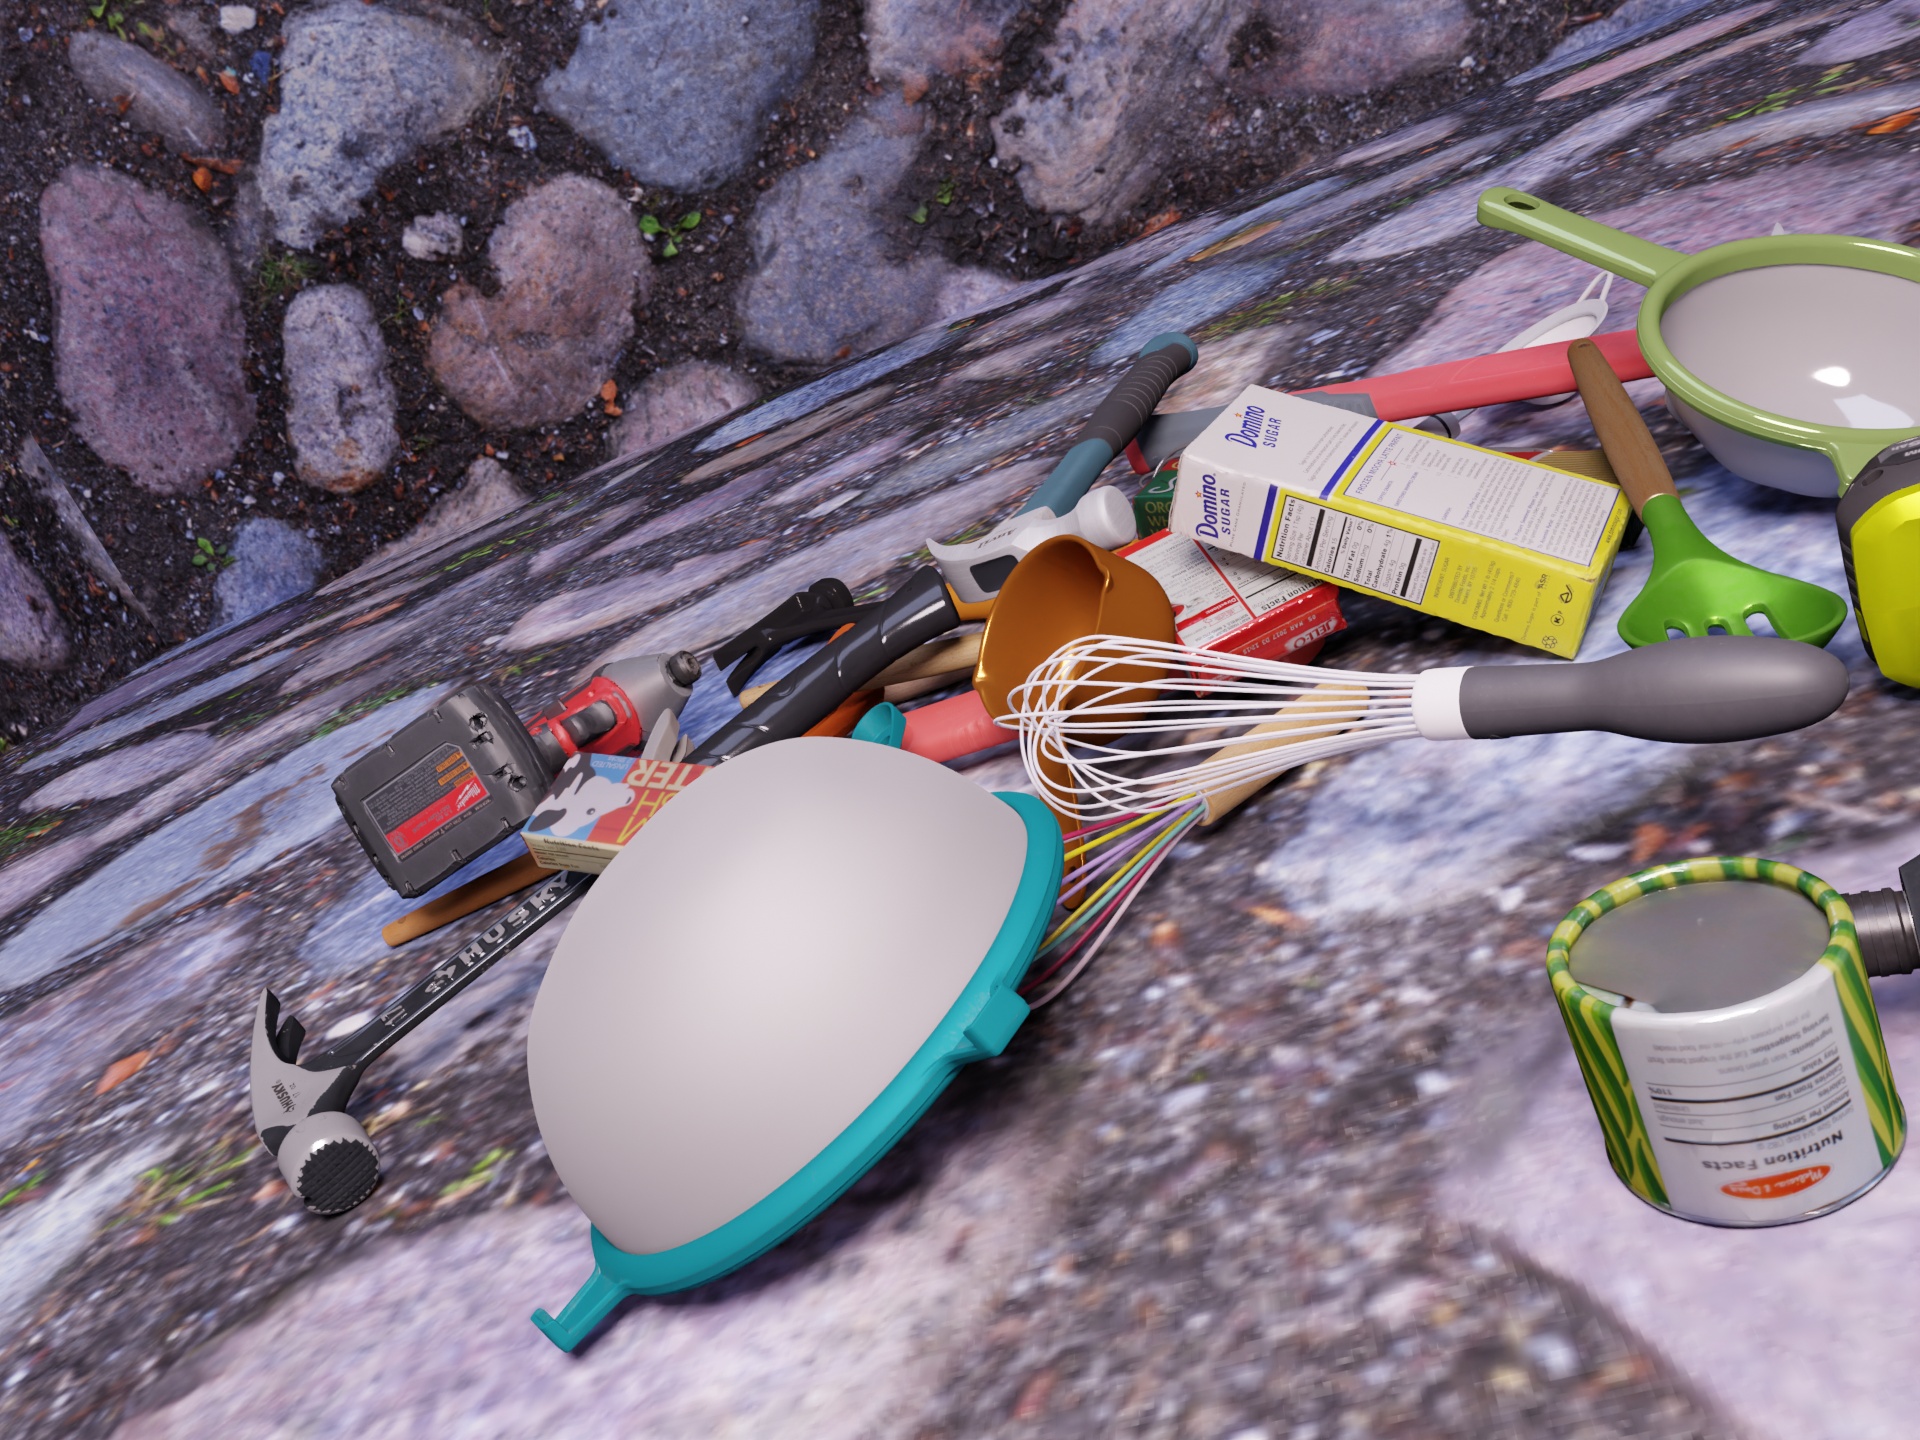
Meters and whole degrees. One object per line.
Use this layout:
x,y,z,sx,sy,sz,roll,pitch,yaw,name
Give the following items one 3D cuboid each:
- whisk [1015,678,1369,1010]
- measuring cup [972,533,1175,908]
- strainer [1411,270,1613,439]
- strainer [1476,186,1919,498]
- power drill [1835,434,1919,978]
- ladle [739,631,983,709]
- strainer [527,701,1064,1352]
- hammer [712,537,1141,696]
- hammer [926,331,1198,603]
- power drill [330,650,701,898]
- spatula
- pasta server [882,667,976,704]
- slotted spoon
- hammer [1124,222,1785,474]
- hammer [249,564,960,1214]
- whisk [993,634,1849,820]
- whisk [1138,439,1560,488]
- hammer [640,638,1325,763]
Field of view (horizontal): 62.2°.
0.073,0.044,0.608,0.245,0.047,0.051,-31,21,-30,whisk
0.056,0.004,0.671,0.095,0.052,0.174,-38,45,42,measuring cup
0.283,-0.171,0.911,0.258,0.050,0.087,-34,14,-9,strainer
0.326,-0.164,0.694,0.151,0.069,0.257,-30,48,-20,strainer
0.308,-0.009,0.407,0.171,0.080,0.223,-13,25,27,power drill
0.028,-0.041,0.832,0.315,0.031,0.069,-12,18,16,ladle
-0.070,0.047,0.586,0.211,0.095,0.341,-38,17,19,strainer
-0.013,-0.073,1.018,0.337,0.034,0.127,-6,26,42,hammer
0.078,-0.154,0.895,0.128,0.033,0.331,-20,21,32,hammer
-0.243,0.016,0.927,0.143,0.078,0.220,-31,2,20,power drill
-0.186,0.047,0.900,0.322,0.041,0.081,-26,40,1,spatula
0.009,-0.042,0.906,0.316,0.040,0.060,-19,26,20,pasta server
0.278,-0.095,0.639,0.070,0.031,0.314,-9,30,15,slotted spoon
0.254,-0.191,0.893,0.386,0.038,0.143,-1,40,44,hammer
-0.155,0.052,0.754,0.409,0.036,0.149,-40,33,-20,hammer
0.128,-0.004,0.513,0.285,0.070,0.070,-3,28,41,whisk
0.206,-0.129,0.850,0.239,0.055,0.055,3,31,32,whisk
-0.001,-0.003,0.787,0.359,0.036,0.149,-18,34,13,hammer
